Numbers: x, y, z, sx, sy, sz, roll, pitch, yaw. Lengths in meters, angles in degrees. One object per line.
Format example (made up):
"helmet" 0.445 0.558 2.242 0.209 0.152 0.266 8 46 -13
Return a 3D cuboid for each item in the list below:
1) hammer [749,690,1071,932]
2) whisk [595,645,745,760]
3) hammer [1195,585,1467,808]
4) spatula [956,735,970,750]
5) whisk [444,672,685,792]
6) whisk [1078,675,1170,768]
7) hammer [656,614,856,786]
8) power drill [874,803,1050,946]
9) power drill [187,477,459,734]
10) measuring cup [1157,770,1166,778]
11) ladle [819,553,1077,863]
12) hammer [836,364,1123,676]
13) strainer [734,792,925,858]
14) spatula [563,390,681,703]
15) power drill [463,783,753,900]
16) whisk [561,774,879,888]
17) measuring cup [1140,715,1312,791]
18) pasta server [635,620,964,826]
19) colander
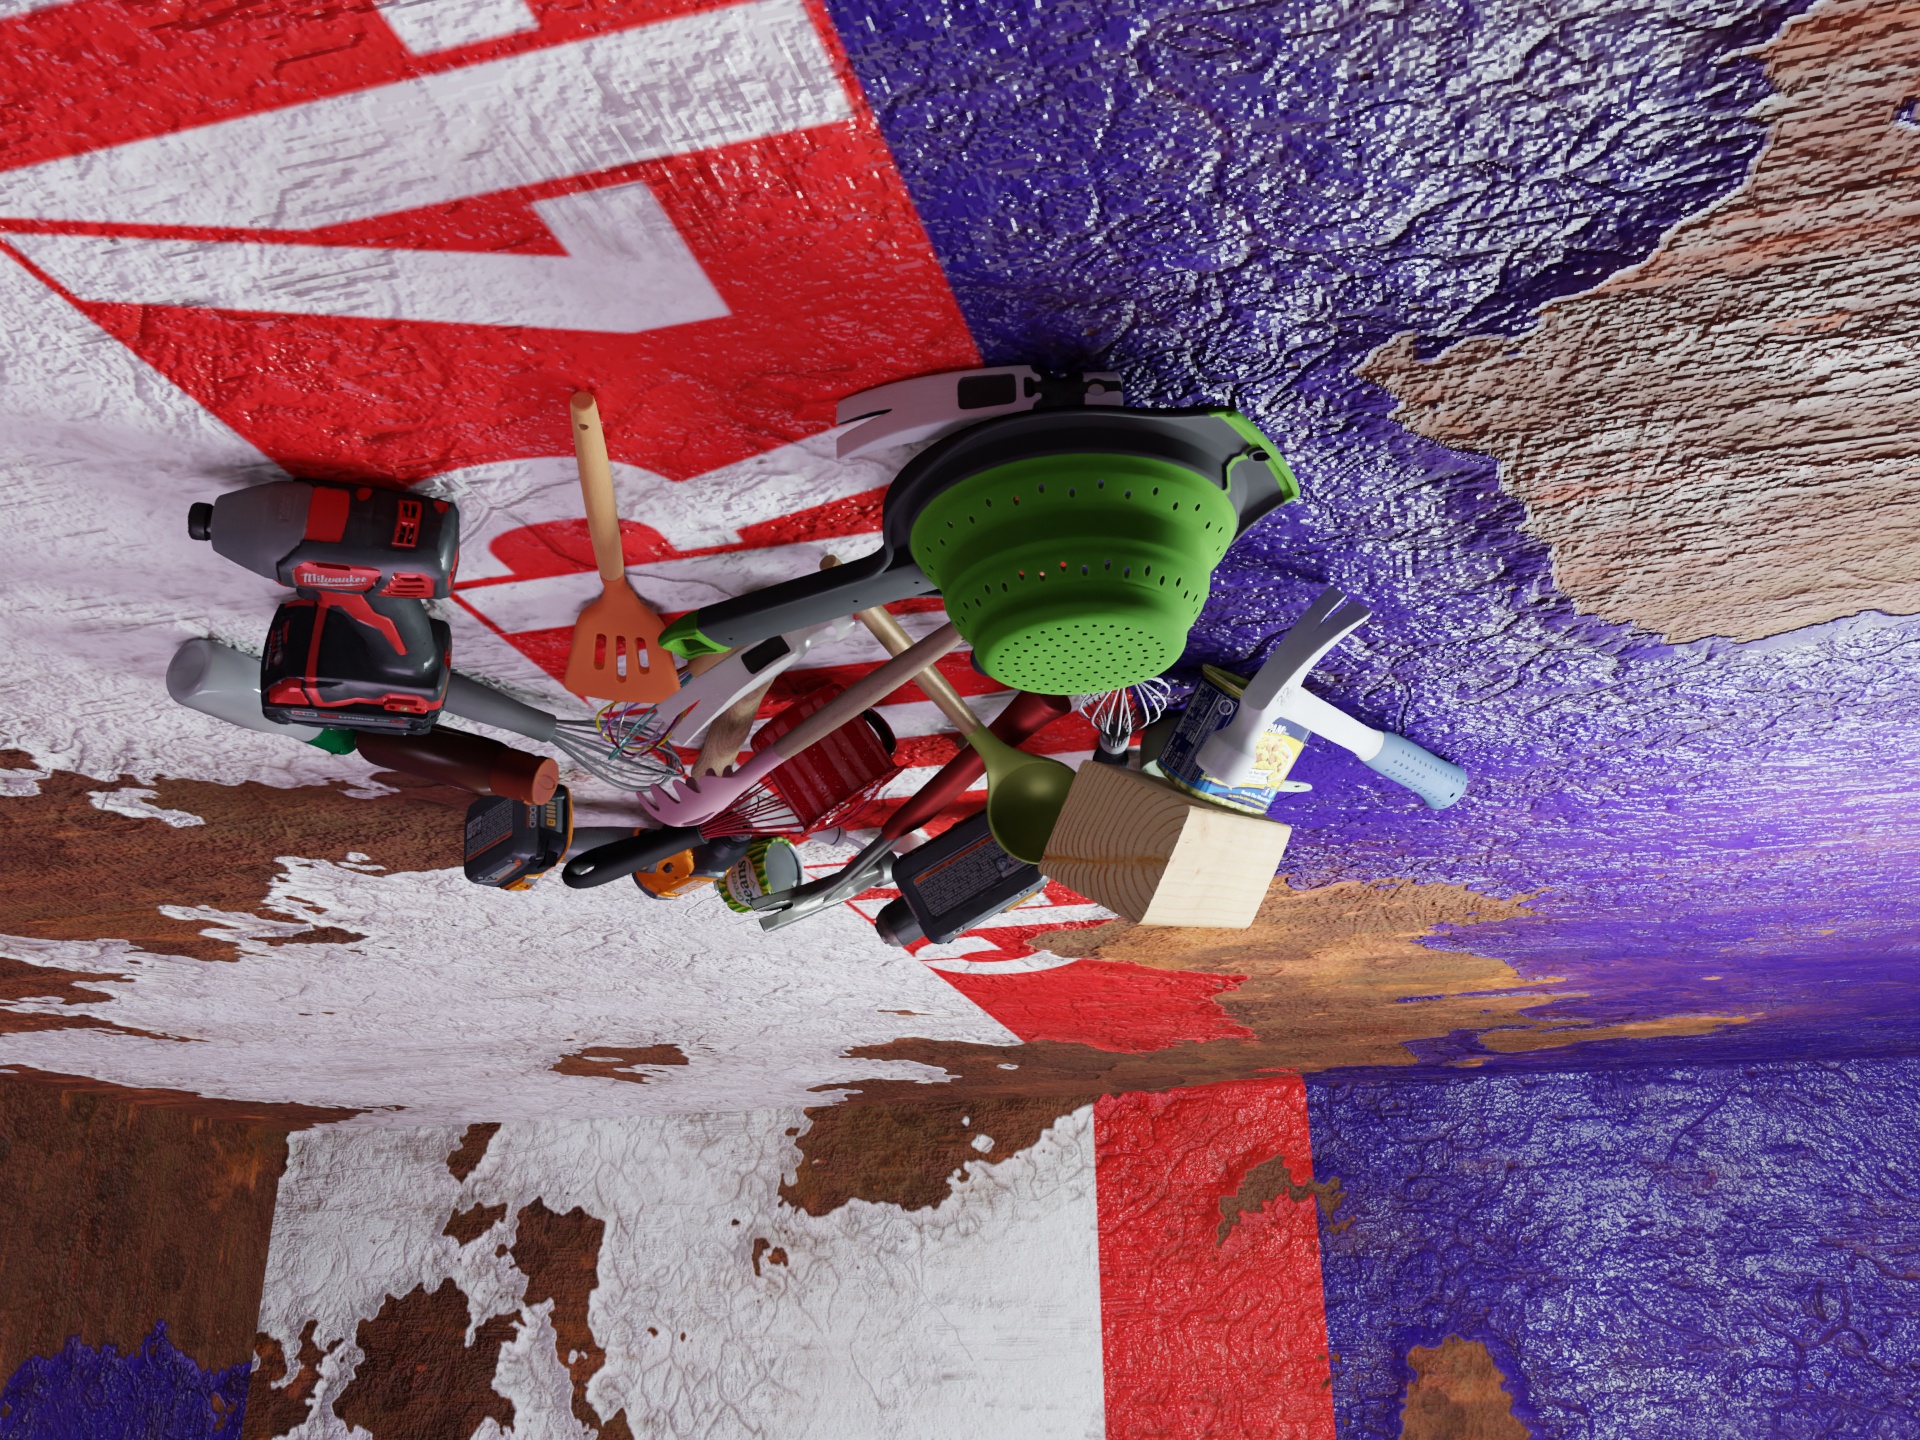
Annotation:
"hammer" -0.033 0.067 1.262 0.149 0.037 0.359 -17 162 -42
"whisk" -0.195 -0.029 1.112 0.047 0.051 0.245 51 137 -4
"hammer" 0.304 0.012 1.175 0.144 0.035 0.405 -56 147 10
"spatula" 0.099 0.075 1.378 0.082 0.044 0.317 -26 147 30
"whisk" -0.312 0.003 1.198 0.238 0.055 0.055 24 148 -36
"whisk" 0.118 0.003 1.191 0.070 0.070 0.284 -2 163 3
"hammer" -0.165 0.000 1.150 0.130 0.031 0.331 -32 175 -21
"power drill" -0.001 0.140 1.361 0.185 0.084 0.226 -30 173 2
"power drill" -0.379 -0.072 0.966 0.143 0.079 0.219 6 155 -15
"measuring cup" 0.183 0.066 1.362 0.095 0.052 0.173 -36 166 34
"ladle" -0.002 -0.003 1.082 0.078 0.062 0.319 -36 133 5
"hammer" 0.014 -0.103 0.944 0.146 0.035 0.334 -2 158 2
"strainer" -0.106 0.106 1.461 0.258 0.050 0.087 24 156 -35
"spatula" -0.212 -0.093 0.955 0.081 0.041 0.322 6 157 -5
"power drill" -0.302 0.105 1.404 0.226 0.084 0.164 12 155 -38
"whisk" -0.192 0.082 1.291 0.296 0.073 0.073 -20 154 10
"measuring cup" 0.217 0.030 1.279 0.167 0.038 0.083 10 156 -30
"pasta server" -0.105 0.001 1.060 0.316 0.040 0.060 -32 171 34
"colander" -0.009 -0.057 0.882 0.397 0.095 0.204 -14 155 28
